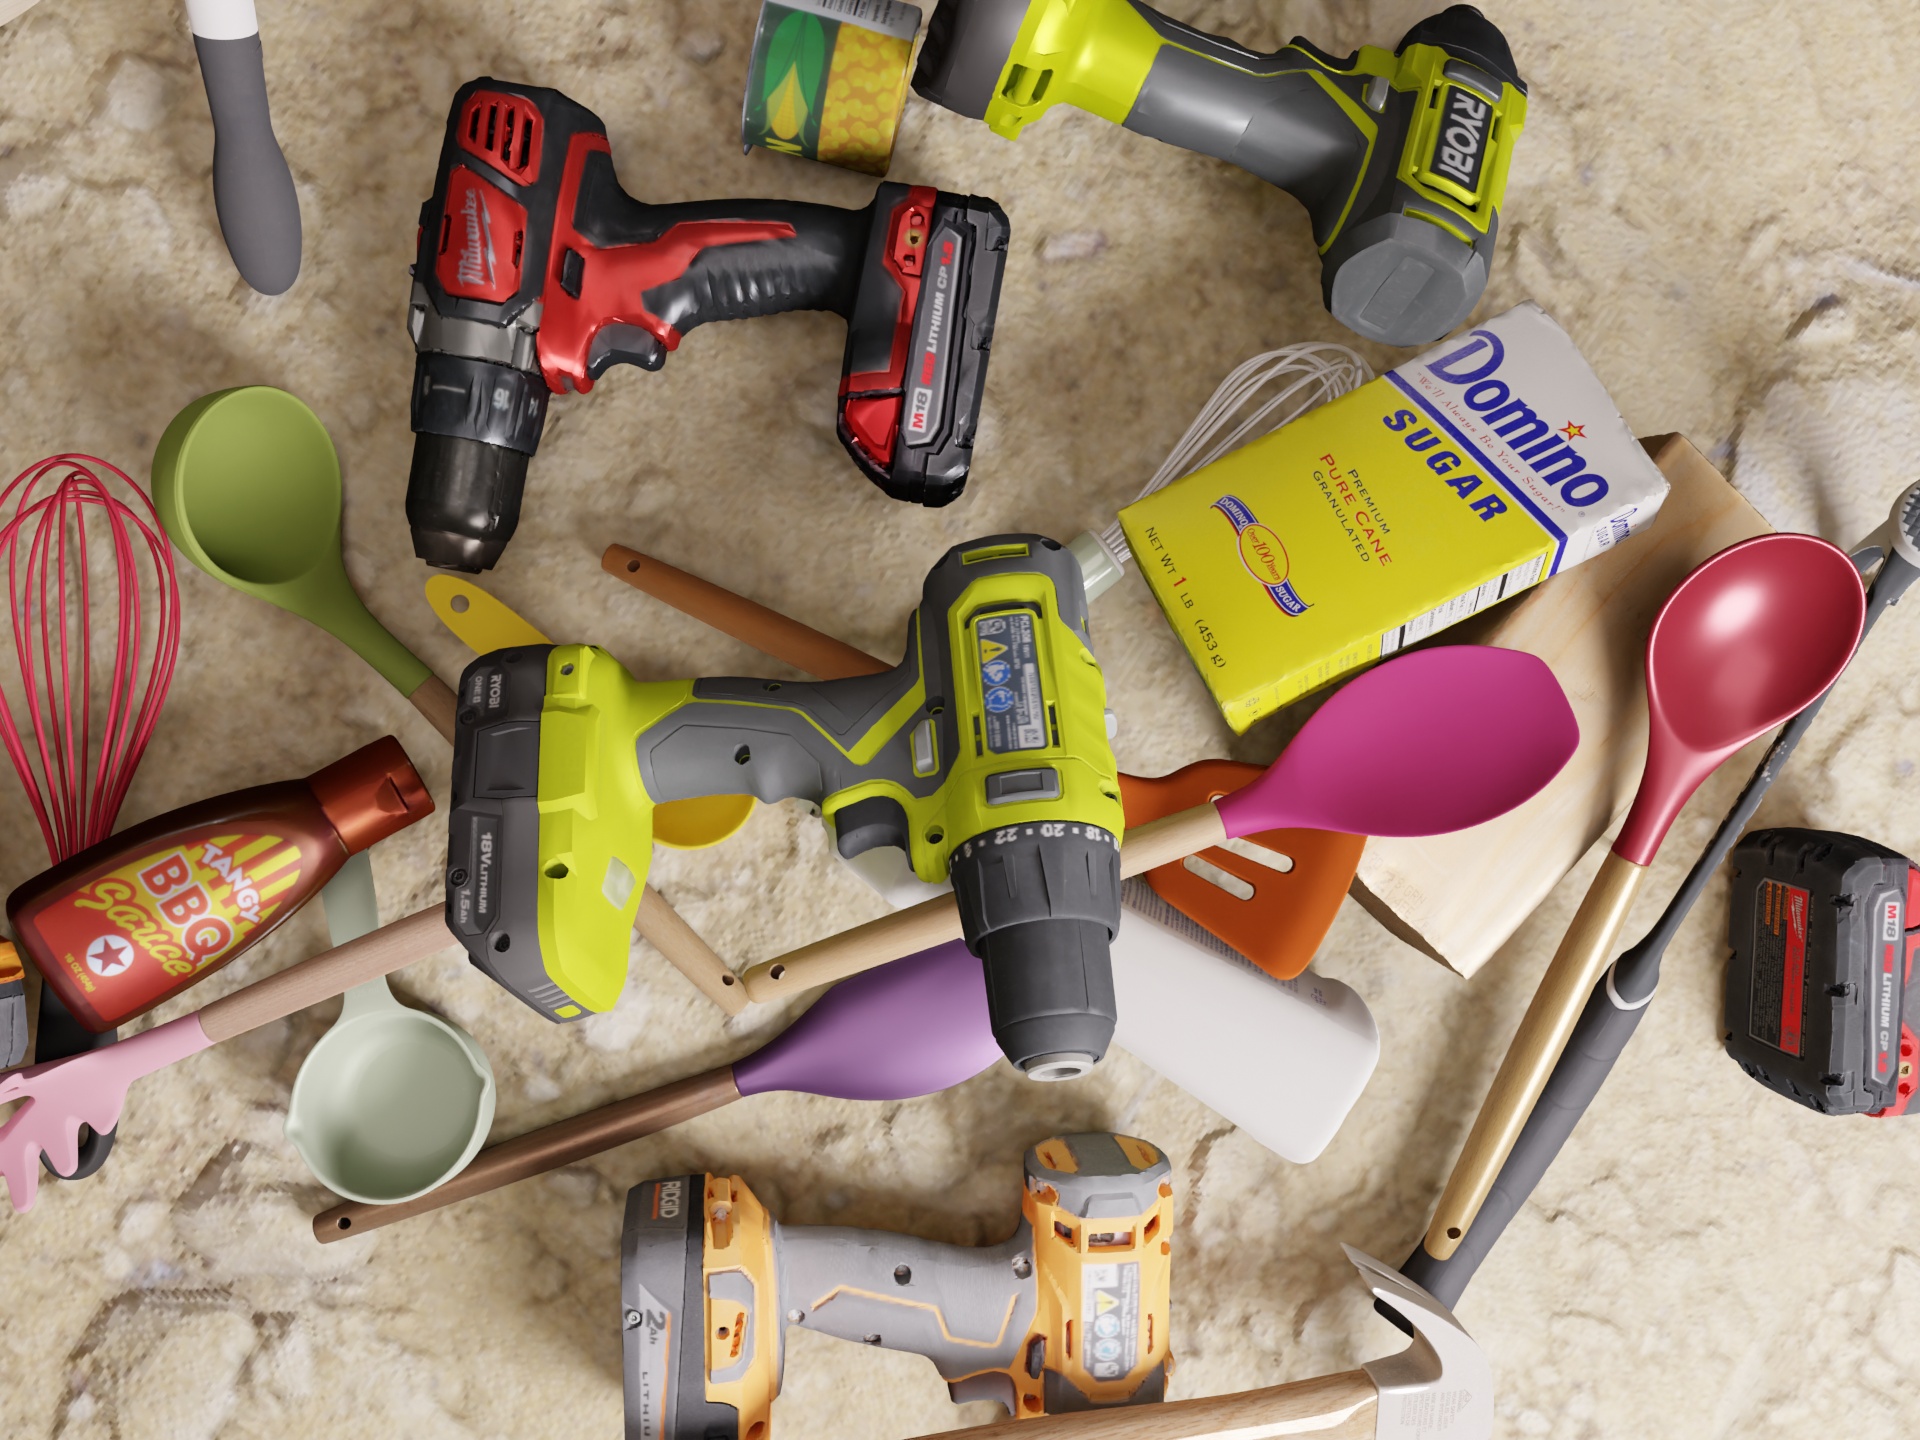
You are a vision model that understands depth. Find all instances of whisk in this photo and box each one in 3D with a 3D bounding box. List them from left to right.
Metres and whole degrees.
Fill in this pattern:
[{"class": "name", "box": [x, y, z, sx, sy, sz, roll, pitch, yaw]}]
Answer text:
[{"class": "whisk", "box": [-0.349, 0.043, 0.629, 0.073, 0.073, 0.296, 5, 100, -4]}, {"class": "whisk", "box": [-0.261, -0.280, 0.549, 0.070, 0.070, 0.284, 4, 130, -4]}, {"class": "whisk", "box": [0.067, -0.073, 0.655, 0.246, 0.057, 0.059, -38, 61, 3]}]

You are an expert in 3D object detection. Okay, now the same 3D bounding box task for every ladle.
[{"class": "ladle", "box": [-0.192, 0.000, 0.637, 0.320, 0.078, 0.062, 47, 133, -10]}, {"class": "ladle", "box": [0.244, 0.075, 0.603, 0.069, 0.031, 0.315, 20, 107, 1]}]

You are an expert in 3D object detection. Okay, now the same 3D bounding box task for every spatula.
[{"class": "spatula", "box": [-0.118, 0.163, 0.670, 0.316, 0.018, 0.060, -18, 90, -3]}, {"class": "spatula", "box": [-0.001, -0.002, 0.625, 0.322, 0.041, 0.081, 25, 84, 8]}]

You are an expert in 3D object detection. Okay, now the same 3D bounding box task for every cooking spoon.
[{"class": "cooking spoon", "box": [0.071, 0.045, 0.585, 0.319, 0.017, 0.069, -20, 71, 1]}]

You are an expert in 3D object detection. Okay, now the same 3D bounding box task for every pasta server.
[{"class": "pasta server", "box": [-0.266, 0.113, 0.617, 0.316, 0.040, 0.060, -23, 137, -3]}]

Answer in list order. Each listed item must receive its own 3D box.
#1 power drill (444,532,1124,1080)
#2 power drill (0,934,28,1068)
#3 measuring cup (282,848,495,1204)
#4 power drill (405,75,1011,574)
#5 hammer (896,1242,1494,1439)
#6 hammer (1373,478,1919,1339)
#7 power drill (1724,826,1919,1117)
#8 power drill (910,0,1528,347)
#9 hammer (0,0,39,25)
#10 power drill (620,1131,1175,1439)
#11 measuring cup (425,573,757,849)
[{"class": "power drill", "box": [-0.055, 0.039, 0.560, 0.228, 0.080, 0.191, -7, 64, 5]}, {"class": "power drill", "box": [-0.442, 0.031, 0.595, 0.164, 0.084, 0.226, -11, 89, 24]}, {"class": "measuring cup", "box": [-0.239, 0.113, 0.656, 0.083, 0.038, 0.168, -14, 78, -4]}, {"class": "power drill", "box": [-0.105, -0.137, 0.623, 0.226, 0.080, 0.188, 10, 92, -2]}, {"class": "hammer", "box": [0.054, 0.283, 0.621, 0.331, 0.031, 0.130, -3, 104, -12]}, {"class": "hammer", "box": [0.286, 0.090, 0.657, 0.036, 0.149, 0.409, 32, 101, 18]}, {"class": "power drill", "box": [0.452, 0.099, 0.681, 0.219, 0.078, 0.143, 1, 94, -7]}, {"class": "power drill", "box": [0.108, -0.256, 0.612, 0.223, 0.080, 0.171, 24, 59, -6]}, {"class": "hammer", "box": [-0.218, -0.359, 0.577, 0.410, 0.146, 0.038, -26, 94, 3]}, {"class": "power drill", "box": [-0.022, 0.270, 0.657, 0.226, 0.084, 0.185, -1, 96, -8]}, {"class": "measuring cup", "box": [-0.149, -0.008, 0.644, 0.156, 0.029, 0.062, 39, 93, -11]}]
